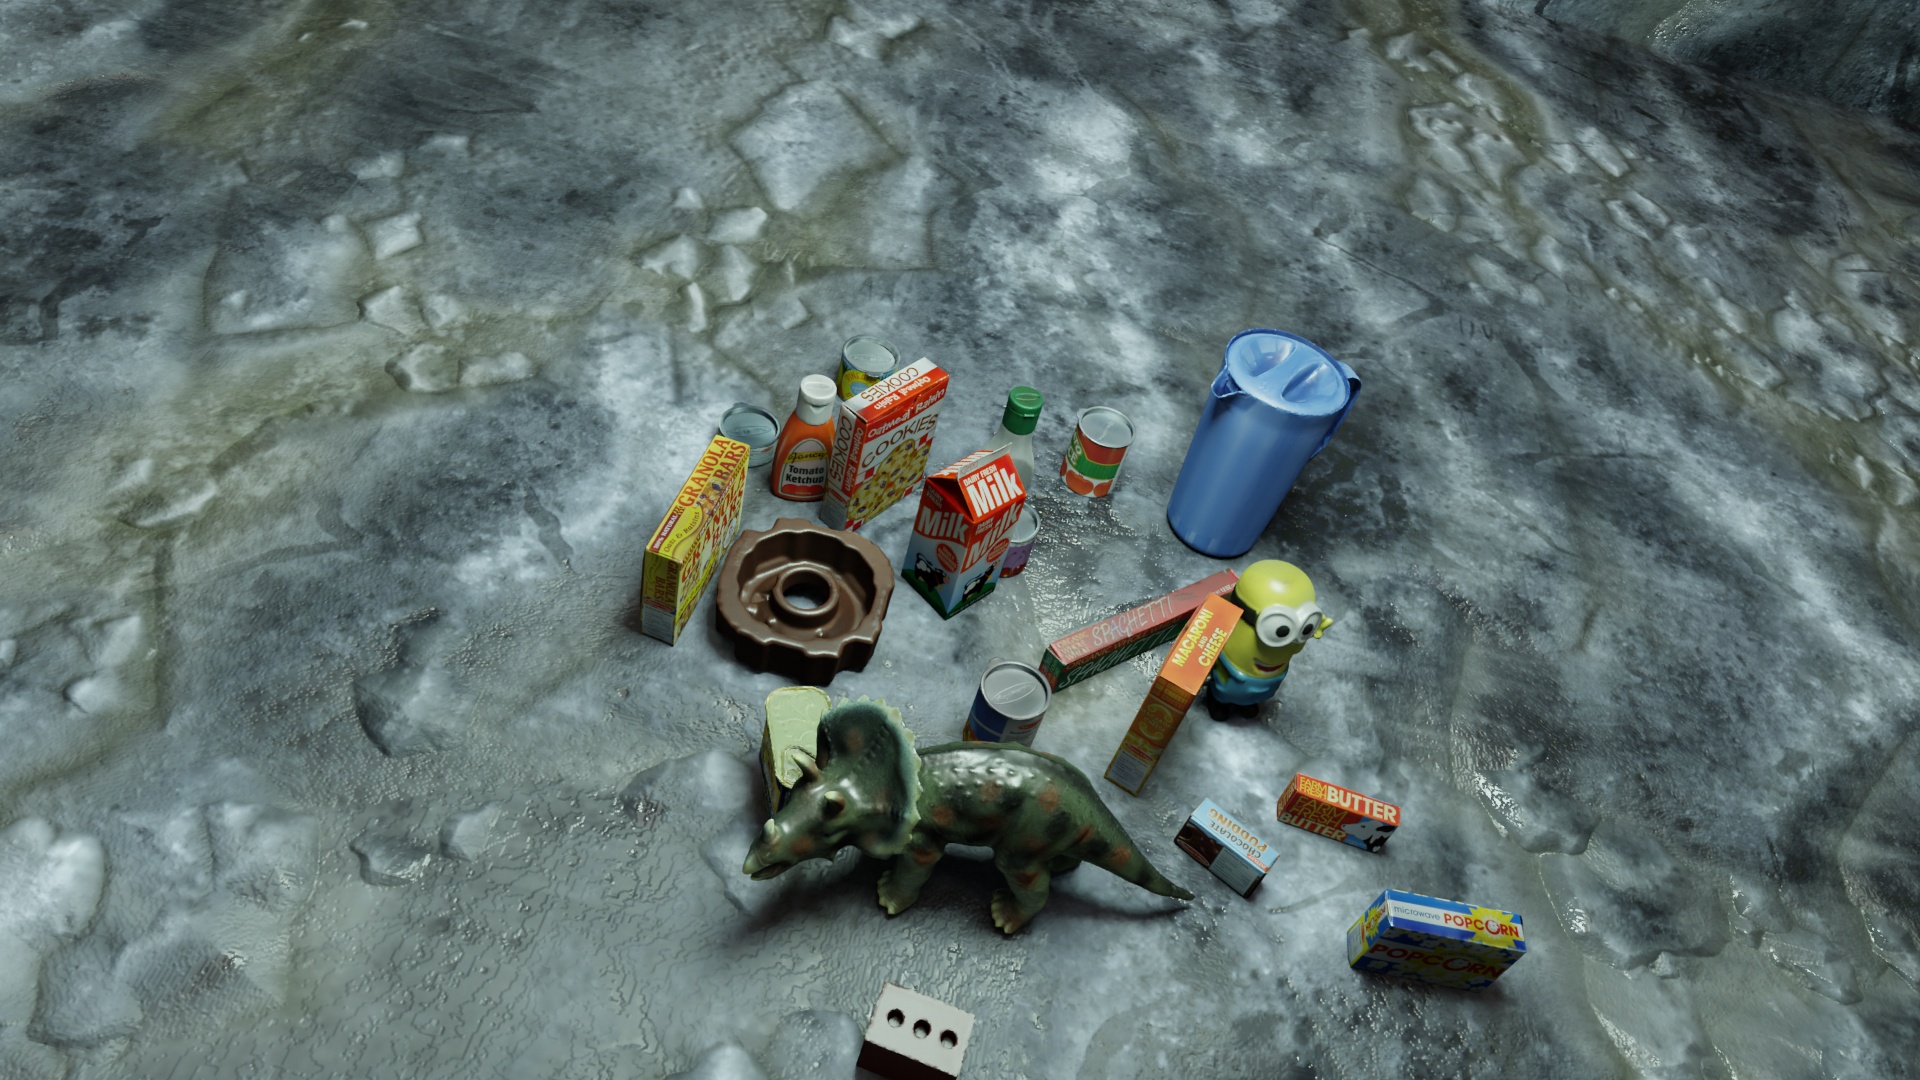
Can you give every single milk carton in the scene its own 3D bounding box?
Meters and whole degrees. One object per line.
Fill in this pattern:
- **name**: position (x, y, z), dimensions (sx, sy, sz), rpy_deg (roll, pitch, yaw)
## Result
- **milk carton**: position (0.005, -0.017, 1.364), dimensions (0.072, 0.189, 0.073), rpy_deg (-29, 61, -35)

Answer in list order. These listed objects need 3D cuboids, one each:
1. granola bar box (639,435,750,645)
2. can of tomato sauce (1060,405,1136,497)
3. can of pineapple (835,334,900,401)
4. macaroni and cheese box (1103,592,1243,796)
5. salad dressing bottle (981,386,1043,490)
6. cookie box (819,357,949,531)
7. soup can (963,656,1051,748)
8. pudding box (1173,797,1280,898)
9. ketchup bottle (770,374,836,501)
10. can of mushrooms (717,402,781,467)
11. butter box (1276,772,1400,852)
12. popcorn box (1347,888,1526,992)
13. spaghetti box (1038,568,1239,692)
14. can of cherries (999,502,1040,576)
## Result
- **granola bar box**: position (-0.253, -0.002, 1.321), dimensions (0.039, 0.123, 0.166), rpy_deg (19, 46, 2)
- **can of tomato sauce**: position (0.152, -0.100, 1.558), dimensions (0.071, 0.082, 0.071), rpy_deg (8, 47, -9)
- **can of pineapple**: position (-0.107, -0.191, 1.585), dimensions (0.071, 0.057, 0.071), rpy_deg (8, 46, -9)
- **macaroni and cheese box**: position (0.196, 0.143, 1.287), dimensions (0.040, 0.165, 0.124), rpy_deg (30, 47, 12)
- **salad dressing bottle**: position (0.054, -0.100, 1.485), dimensions (0.064, 0.146, 0.044), rpy_deg (-1, 49, -17)
- **cookie box**: position (-0.079, -0.095, 1.428), dimensions (0.040, 0.166, 0.123), rpy_deg (39, 49, 19)
- **soup can**: position (0.041, 0.159, 1.285), dimensions (0.071, 0.083, 0.072), rpy_deg (8, 47, -9)
- **pudding box**: position (0.240, 0.278, 1.256), dimensions (0.084, 0.049, 0.030), rpy_deg (37, 49, 18)
- **ketchup bottle**: position (-0.156, -0.105, 1.428), dimensions (0.065, 0.148, 0.044), rpy_deg (2, 48, -14)
- **can of mushrooms**: position (-0.229, -0.114, 1.495), dimensions (0.071, 0.033, 0.071), rpy_deg (8, 46, -9)
- **butter box**: position (0.355, 0.257, 1.307), dimensions (0.103, 0.052, 0.024), rpy_deg (19, 46, 1)
- **popcorn box**: position (0.415, 0.350, 1.215), dimensions (0.127, 0.084, 0.038), rpy_deg (12, 46, -5)
- **spaghetti box**: position (0.186, 0.090, 1.415), dimensions (0.251, 0.049, 0.029), rpy_deg (-20, 56, -31)
- **can of cherries**: position (0.043, -0.004, 1.455), dimensions (0.071, 0.058, 0.072), rpy_deg (8, 46, -9)
